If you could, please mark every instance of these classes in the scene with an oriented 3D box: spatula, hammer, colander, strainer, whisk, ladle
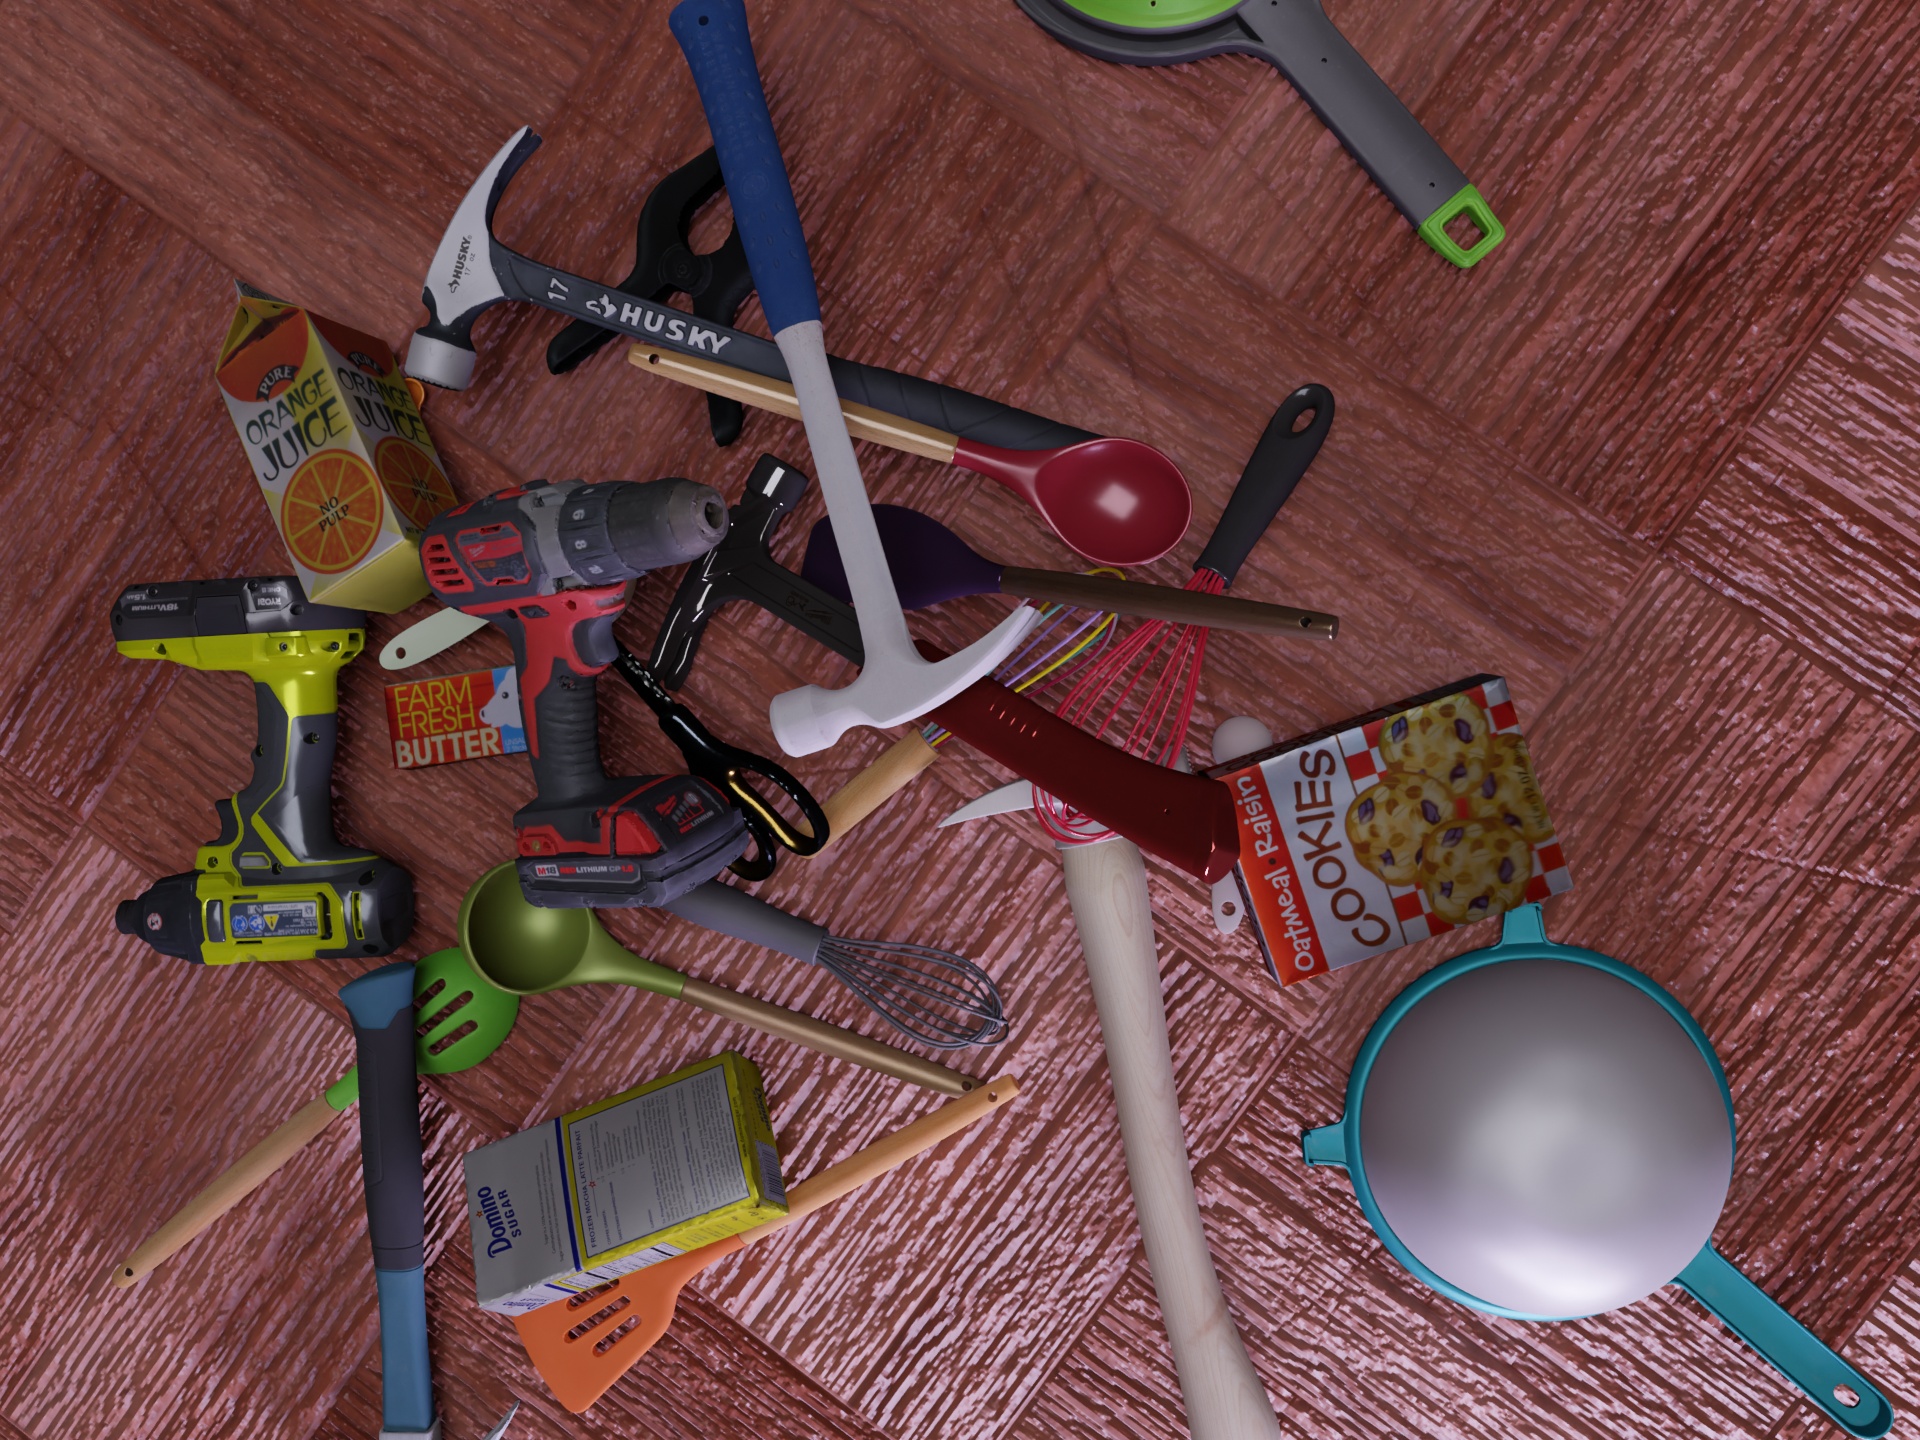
[{"bbox_3d":[-0.107,0.286,0.910,0.322,0.041,0.081,-31,87,9],"label":"spatula"},{"bbox_3d":[-0.093,-0.201,0.885,0.409,0.036,0.149,17,97,-2],"label":"hammer"},{"bbox_3d":[0.098,0.228,0.895,0.146,0.038,0.410,-12,90,8],"label":"hammer"},{"bbox_3d":[0.047,-0.074,0.853,0.316,0.018,0.060,12,86,28],"label":"spatula"},{"bbox_3d":[-0.076,-0.194,0.825,0.144,0.035,0.406,-18,80,12],"label":"hammer"},{"bbox_3d":[-0.014,-0.008,0.834,0.359,0.036,0.149,31,96,29],"label":"hammer"},{"bbox_3d":[-0.329,0.303,0.926,0.128,0.033,0.331,0,98,5],"label":"hammer"},{"bbox_3d":[0.159,-0.408,0.851,0.204,0.094,0.397,-40,86,5],"label":"colander"},{"bbox_3d":[0.363,0.270,0.837,0.340,0.095,0.211,41,94,5],"label":"strainer"},{"bbox_3d":[-0.002,-0.004,0.905,0.245,0.051,0.047,-40,66,9],"label":"whisk"},{"bbox_3d":[-0.134,0.159,0.910,0.320,0.062,0.078,19,68,3],"label":"ladle"},{"bbox_3d":[-0.028,-0.153,0.861,0.315,0.031,0.069,17,93,-1],"label":"ladle"},{"bbox_3d":[-0.082,0.131,0.908,0.239,0.055,0.055,20,93,10],"label":"whisk"},{"bbox_3d":[0.126,-0.062,0.860,0.073,0.073,0.296,31,79,5],"label":"whisk"}]

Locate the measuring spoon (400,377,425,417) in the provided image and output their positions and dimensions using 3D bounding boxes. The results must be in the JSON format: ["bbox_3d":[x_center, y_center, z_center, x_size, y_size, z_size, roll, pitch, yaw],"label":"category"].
[{"bbox_3d":[-0.323,-0.145,0.950,0.021,0.011,0.117,-4,94,7],"label":"measuring spoon"}]

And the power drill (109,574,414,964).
[{"bbox_3d":[-0.418,0.030,0.929,0.171,0.080,0.223,-3,93,6],"label":"power drill"}]

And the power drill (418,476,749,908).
[{"bbox_3d":[-0.183,-0.019,0.846,0.188,0.080,0.226,-5,105,31],"label":"power drill"}]

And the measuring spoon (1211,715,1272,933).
[{"bbox_3d":[0.155,0.060,0.895,0.034,0.018,0.124,5,92,6],"label":"measuring spoon"}]

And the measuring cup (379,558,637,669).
[{"bbox_3d":[-0.264,-0.068,0.933,0.167,0.038,0.083,-24,87,13],"label":"measuring cup"}]

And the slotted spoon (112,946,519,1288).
[{"bbox_3d":[-0.392,0.245,0.953,0.314,0.031,0.070,-39,89,7],"label":"slotted spoon"}]
